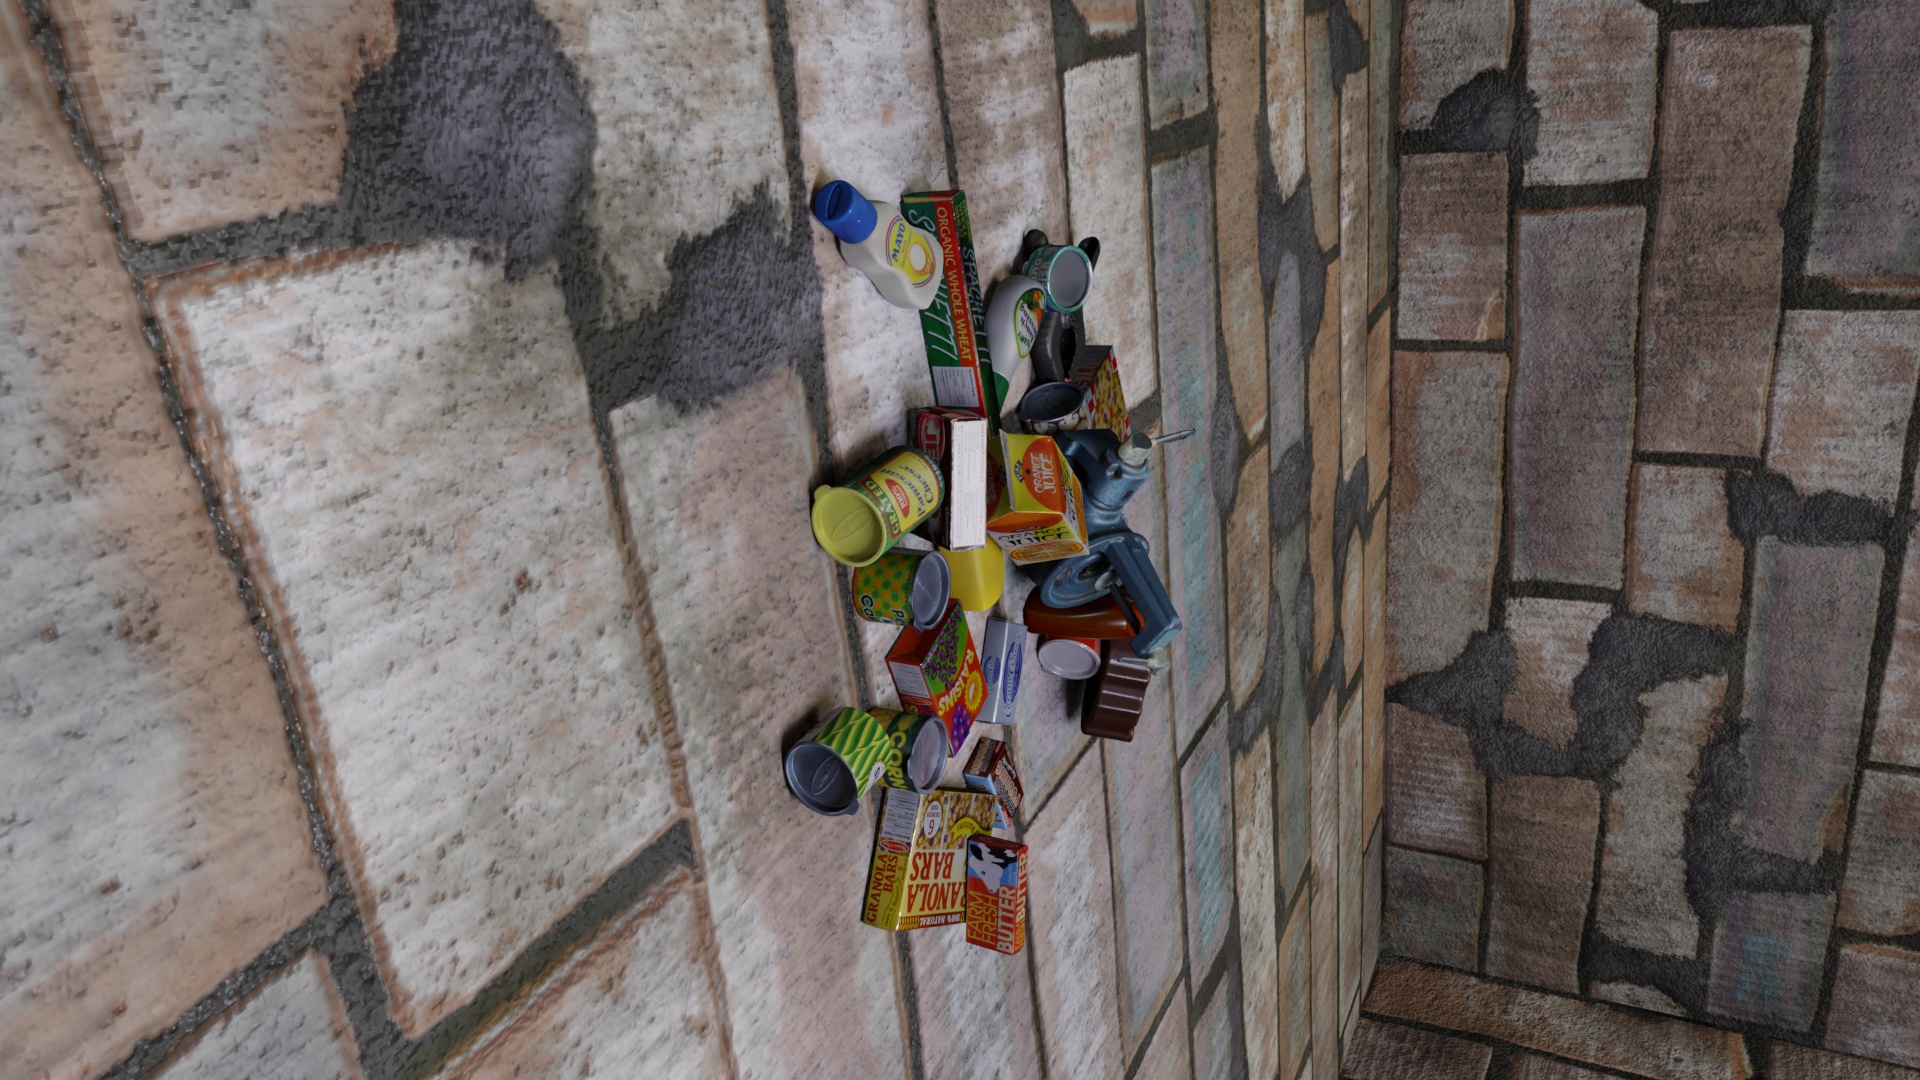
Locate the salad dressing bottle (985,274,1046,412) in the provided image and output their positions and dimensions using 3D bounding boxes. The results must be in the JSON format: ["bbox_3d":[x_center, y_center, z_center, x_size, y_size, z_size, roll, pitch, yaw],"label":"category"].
[{"bbox_3d":[0.039,-0.179,1.304,0.064,0.044,0.148,55,47,-52],"label":"salad dressing bottle"}]

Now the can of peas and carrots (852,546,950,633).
[{"bbox_3d":[-0.049,0.041,1.155,0.071,0.059,0.070,-21,114,-60],"label":"can of peas and carrots"}]

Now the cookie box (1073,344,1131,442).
[{"bbox_3d":[0.132,-0.115,1.504,0.168,0.040,0.122,-59,144,-42],"label":"cookie box"}]

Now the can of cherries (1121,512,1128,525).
[{"bbox_3d":[0.146,-0.004,1.531,0.072,0.058,0.071,-16,108,-61],"label":"can of cherries"}]

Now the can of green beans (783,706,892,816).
[{"bbox_3d":[-0.095,0.171,1.082,0.058,0.071,0.071,-40,130,-54],"label":"can of green beans"}]

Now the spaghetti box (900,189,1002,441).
[{"bbox_3d":[-0.004,-0.182,1.211,0.029,0.050,0.248,-50,137,-51],"label":"spaghetti box"}]

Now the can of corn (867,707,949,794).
[{"bbox_3d":[-0.052,0.178,1.176,0.071,0.058,0.071,-21,114,-61],"label":"can of corn"}]

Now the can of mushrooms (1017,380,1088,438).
[{"bbox_3d":[0.093,-0.127,1.397,0.071,0.071,0.033,-61,146,-39],"label":"can of mushrooms"}]

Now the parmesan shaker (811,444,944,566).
[{"bbox_3d":[-0.065,-0.032,1.105,0.103,0.071,0.071,-41,130,-54],"label":"parmesan shaker"}]

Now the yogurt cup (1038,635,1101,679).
[{"bbox_3d":[0.122,0.109,1.500,0.072,0.072,0.054,67,31,-44],"label":"yogurt cup"}]

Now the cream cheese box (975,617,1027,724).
[{"bbox_3d":[0.041,0.131,1.387,0.053,0.024,0.104,18,79,-62],"label":"cream cheese box"}]

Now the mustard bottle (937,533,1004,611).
[{"bbox_3d":[0.005,-0.016,1.261,0.065,0.049,0.159,-49,136,-55],"label":"mustard bottle"}]

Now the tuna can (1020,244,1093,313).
[{"bbox_3d":[0.095,-0.257,1.358,0.071,0.033,0.071,-12,108,-40],"label":"tuna can"}]

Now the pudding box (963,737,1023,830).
[{"bbox_3d":[0.033,0.243,1.386,0.050,0.030,0.083,-58,143,-40],"label":"pudding box"}]

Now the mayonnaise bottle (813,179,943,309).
[{"bbox_3d":[-0.063,-0.235,1.095,0.148,0.041,0.065,28,73,-62],"label":"mayonnaise bottle"}]

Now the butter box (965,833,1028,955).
[{"bbox_3d":[0.033,0.328,1.289,0.024,0.053,0.103,-15,109,-60],"label":"butter box"}]

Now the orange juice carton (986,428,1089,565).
[{"bbox_3d":[0.061,-0.037,1.228,0.192,0.073,0.072,44,38,-70],"label":"orange juice carton"}]

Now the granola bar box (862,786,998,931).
[{"bbox_3d":[-0.025,0.288,1.270,0.165,0.039,0.124,25,73,-62],"label":"granola bar box"}]

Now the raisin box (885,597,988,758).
[{"bbox_3d":[-0.018,0.123,1.254,0.086,0.040,0.122,-59,144,-42],"label":"raisin box"}]

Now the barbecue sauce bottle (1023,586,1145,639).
[{"bbox_3d":[0.144,0.077,1.442,0.065,0.148,0.043,-48,135,-50],"label":"barbecue sauce bottle"}]
